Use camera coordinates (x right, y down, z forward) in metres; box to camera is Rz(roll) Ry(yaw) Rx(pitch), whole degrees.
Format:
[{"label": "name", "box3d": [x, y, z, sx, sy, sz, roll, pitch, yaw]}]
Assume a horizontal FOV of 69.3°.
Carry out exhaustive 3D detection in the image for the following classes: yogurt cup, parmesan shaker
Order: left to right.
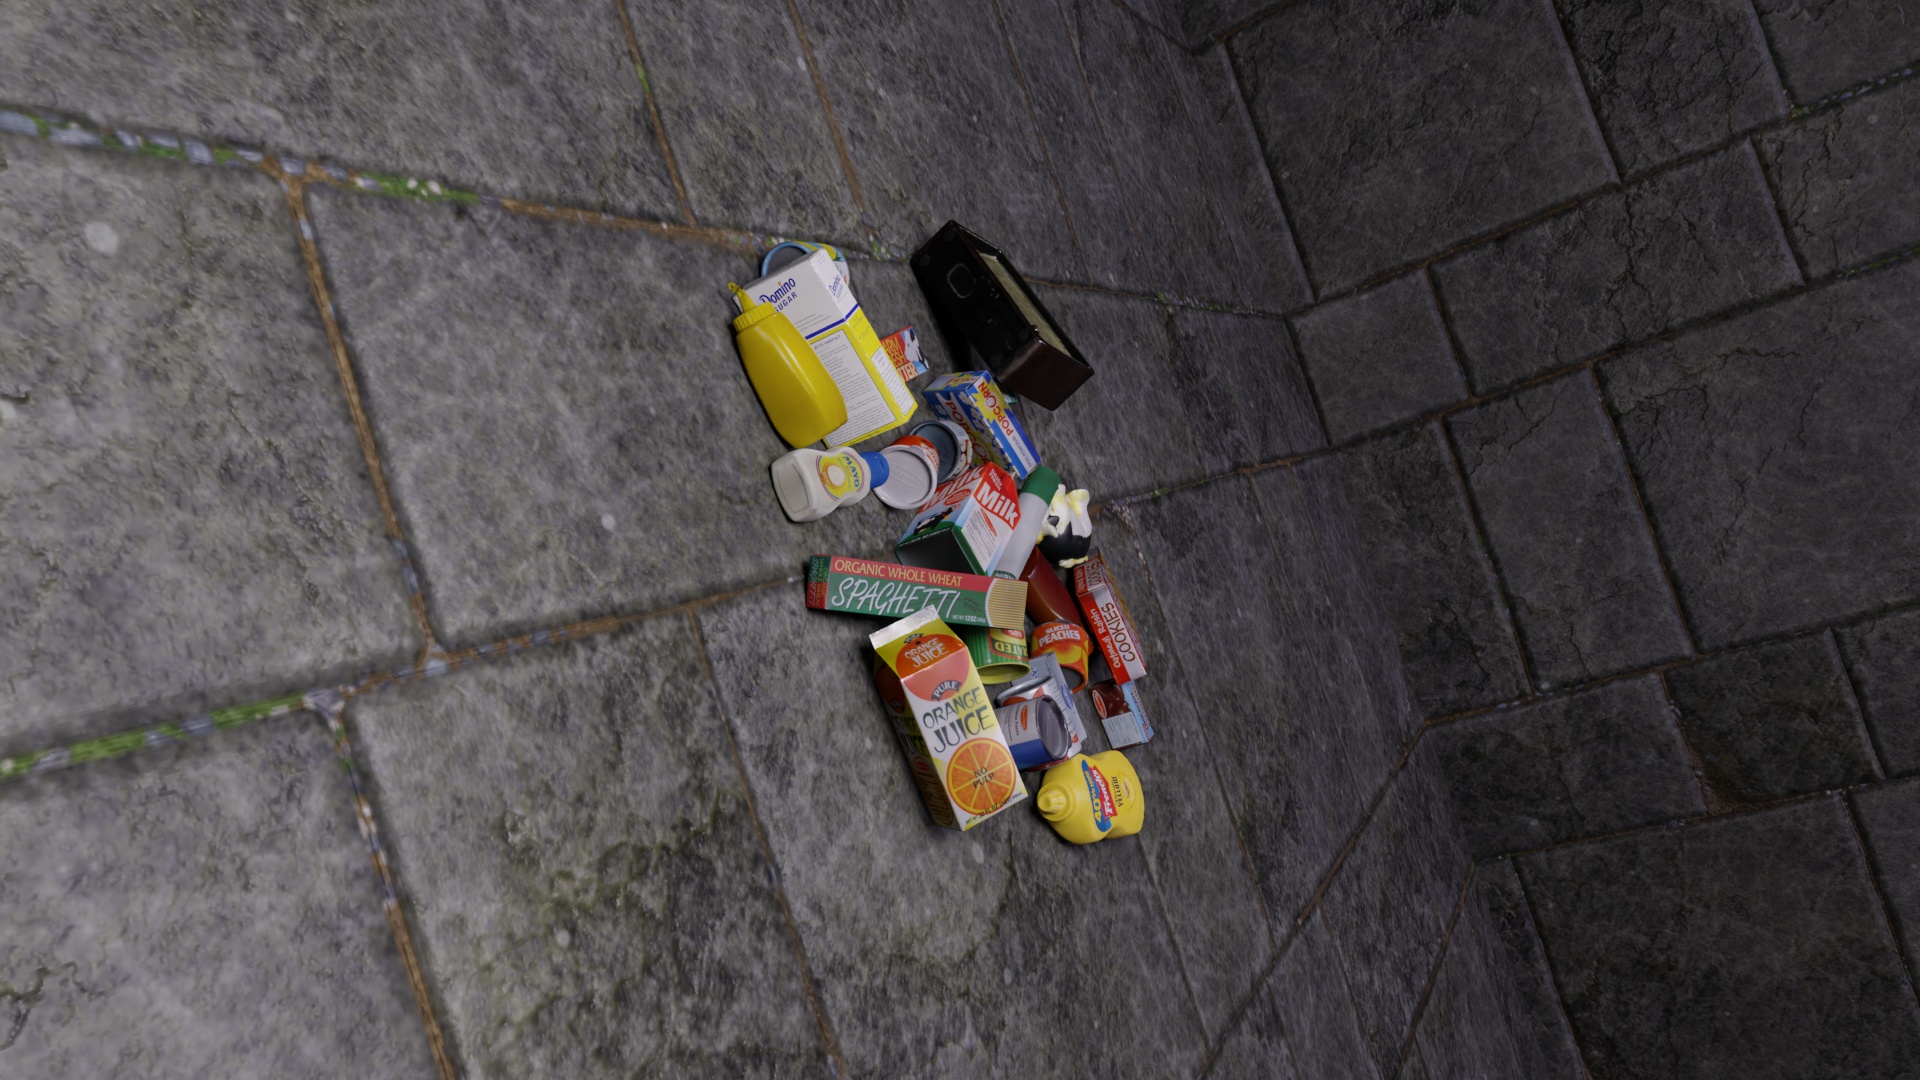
[{"label": "yogurt cup", "box3d": [-0.053, -0.071, 1.388, 0.072, 0.072, 0.054, 62, 20, -16]}, {"label": "parmesan shaker", "box3d": [0.030, 0.089, 1.430, 0.071, 0.071, 0.103, 27, 49, -53]}]

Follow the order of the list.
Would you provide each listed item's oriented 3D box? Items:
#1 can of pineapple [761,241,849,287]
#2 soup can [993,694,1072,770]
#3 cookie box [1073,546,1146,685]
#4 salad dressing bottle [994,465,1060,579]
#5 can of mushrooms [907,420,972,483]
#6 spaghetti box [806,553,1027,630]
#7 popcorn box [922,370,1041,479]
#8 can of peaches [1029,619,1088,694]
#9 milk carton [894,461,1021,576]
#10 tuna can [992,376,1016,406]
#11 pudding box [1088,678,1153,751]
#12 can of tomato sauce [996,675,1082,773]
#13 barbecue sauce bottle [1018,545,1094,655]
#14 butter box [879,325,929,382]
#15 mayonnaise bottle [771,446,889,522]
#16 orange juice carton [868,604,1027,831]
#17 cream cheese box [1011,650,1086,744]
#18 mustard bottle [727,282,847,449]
[{"label": "can of pineapple", "box3d": [-0.150, -0.252, 1.328, 0.058, 0.071, 0.071, -17, 87, -63]}, {"label": "soup can", "box3d": [0.058, 0.197, 1.387, 0.071, 0.083, 0.072, 40, 40, -45]}, {"label": "cookie box", "box3d": [0.178, 0.089, 1.679, 0.168, 0.040, 0.122, -79, 144, -75]}, {"label": "salad dressing bottle", "box3d": [0.065, -0.013, 1.520, 0.044, 0.064, 0.148, 28, 67, -4]}, {"label": "can of mushrooms", "box3d": [-0.024, -0.091, 1.452, 0.033, 0.071, 0.071, -14, 85, -64]}, {"label": "spaghetti box", "box3d": [-0.035, 0.050, 1.291, 0.250, 0.028, 0.050, 9, 85, -42]}, {"label": "popcorn box", "box3d": [0.024, -0.126, 1.534, 0.038, 0.085, 0.126, -45, 116, -25]}, {"label": "can of peaches", "box3d": [0.109, 0.131, 1.542, 0.071, 0.071, 0.058, 46, 36, -39]}, {"label": "milk carton", "box3d": [0.005, -0.018, 1.448, 0.073, 0.072, 0.191, 60, 30, -19]}, {"label": "tuna can", "box3d": [0.031, -0.164, 1.595, 0.071, 0.071, 0.033, -17, 88, -63]}, {"label": "pudding box", "box3d": [0.194, 0.207, 1.668, 0.083, 0.049, 0.030, 68, 25, -4]}, {"label": "can of tomato sauce", "box3d": [0.080, 0.192, 1.455, 0.071, 0.071, 0.083, -26, 95, -63]}, {"label": "barbecue sauce bottle", "box3d": [0.106, 0.077, 1.601, 0.148, 0.043, 0.065, 54, 31, -29]}, {"label": "butter box", "box3d": [-0.071, -0.192, 1.476, 0.053, 0.024, 0.104, 66, 27, -9]}, {"label": "mayonnaise bottle", "box3d": [-0.116, -0.058, 1.284, 0.148, 0.041, 0.064, -21, 89, -62]}, {"label": "orange juice carton", "box3d": [-0.017, 0.159, 1.258, 0.072, 0.073, 0.192, -24, 94, -24]}, {"label": "cream cheese box", "box3d": [0.093, 0.176, 1.499, 0.024, 0.053, 0.103, -27, 96, -61]}, {"label": "mustard bottle", "box3d": [-0.162, -0.163, 1.247, 0.160, 0.065, 0.049, 61, 32, -9]}]
